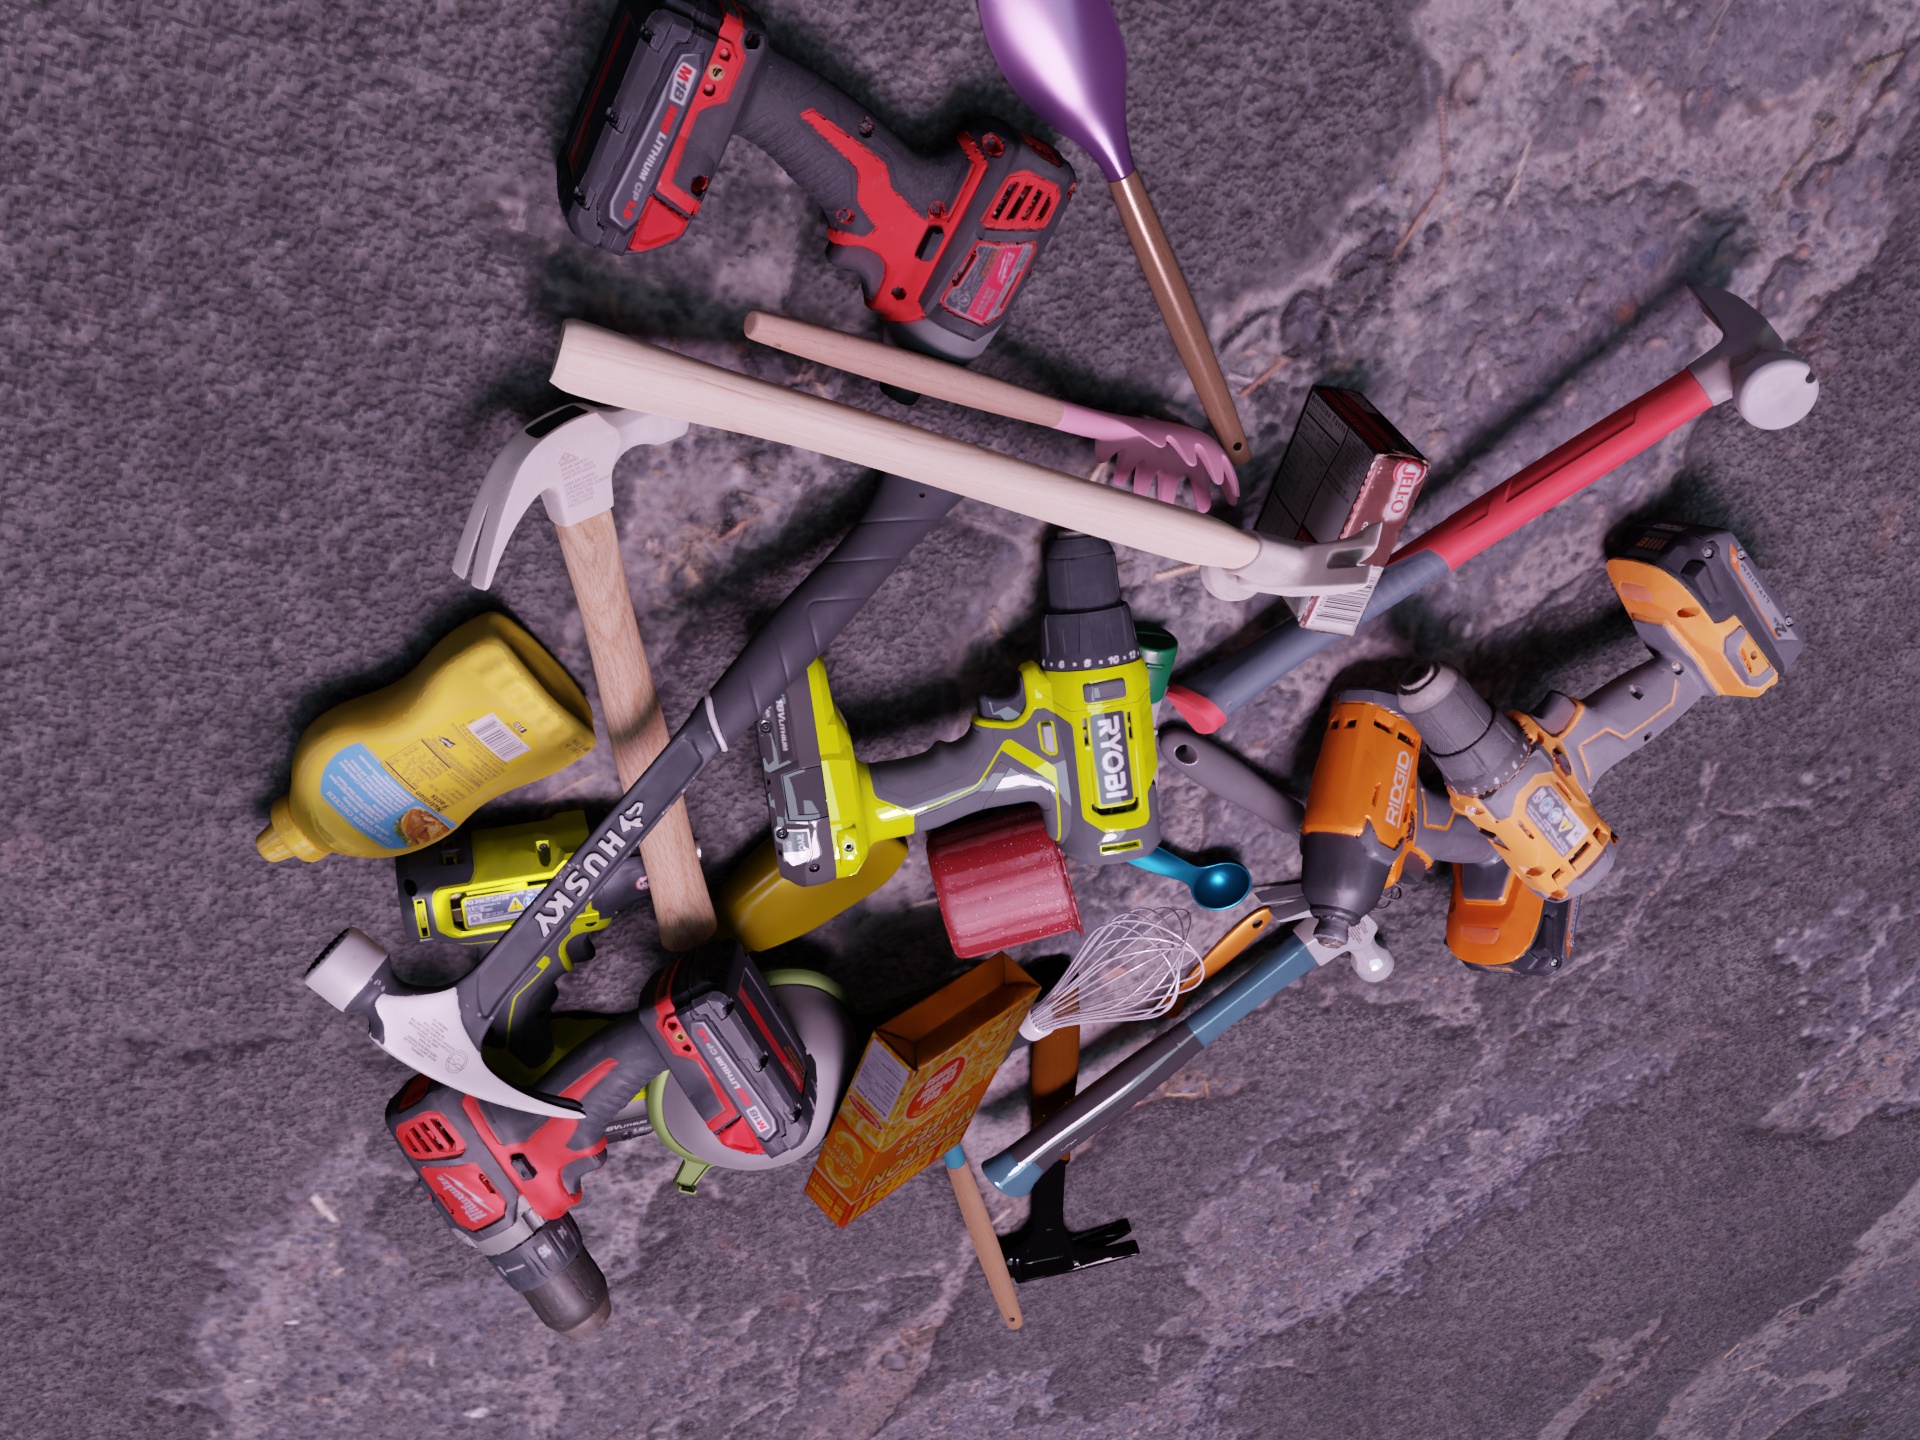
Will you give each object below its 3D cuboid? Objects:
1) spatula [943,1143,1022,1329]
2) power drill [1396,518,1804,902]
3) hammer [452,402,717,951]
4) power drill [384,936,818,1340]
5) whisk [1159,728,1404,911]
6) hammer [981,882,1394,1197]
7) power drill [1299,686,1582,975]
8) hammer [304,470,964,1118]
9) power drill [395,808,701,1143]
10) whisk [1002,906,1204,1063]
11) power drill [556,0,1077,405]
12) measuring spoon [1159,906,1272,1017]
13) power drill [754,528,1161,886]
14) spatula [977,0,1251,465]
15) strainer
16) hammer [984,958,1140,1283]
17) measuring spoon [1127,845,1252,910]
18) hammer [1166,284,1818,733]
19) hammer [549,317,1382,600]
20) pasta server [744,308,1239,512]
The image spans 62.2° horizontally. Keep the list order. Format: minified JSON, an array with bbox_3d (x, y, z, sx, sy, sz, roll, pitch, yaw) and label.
[{"bbox_3d":[0.001,0.357,1.192,0.082,0.044,0.317,-12,119,11],"label":"spatula"},{"bbox_3d":[0.386,-0.024,0.980,0.226,0.084,0.185,-46,110,-2],"label":"power drill"},{"bbox_3d":[-0.178,-0.008,0.850,0.130,0.031,0.331,-31,130,-32],"label":"hammer"},{"bbox_3d":[-0.195,0.248,0.925,0.226,0.080,0.187,-28,104,6],"label":"power drill"},{"bbox_3d":[0.218,0.066,1.062,0.238,0.055,0.055,31,112,-27],"label":"whisk"},{"bbox_3d":[0.157,0.234,1.141,0.331,0.033,0.128,-37,127,1],"label":"hammer"},{"bbox_3d":[0.310,0.094,1.041,0.226,0.084,0.164,27,71,-31],"label":"power drill"},{"bbox_3d":[-0.135,0.020,0.818,0.149,0.036,0.409,43,78,-13],"label":"hammer"},{"bbox_3d":[-0.242,0.158,0.977,0.171,0.080,0.223,-8,124,-16],"label":"power drill"},{"bbox_3d":[0.067,0.187,1.041,0.070,0.070,0.284,14,149,-24],"label":"whisk"},{"bbox_3d":[-0.067,-0.239,0.740,0.219,0.079,0.143,16,120,-29],"label":"power drill"},{"bbox_3d":[0.186,0.177,1.151,0.021,0.011,0.117,29,113,-31],"label":"measuring spoon"},{"bbox_3d":[-0.001,-0.003,0.908,0.228,0.080,0.190,-9,101,-8],"label":"power drill"},{"bbox_3d":[0.089,-0.254,0.806,0.060,0.018,0.315,-27,127,8],"label":"spatula"},{"bbox_3d":[-0.072,0.222,1.032,0.256,0.069,0.151,-17,124,-25],"label":"strainer"},{"bbox_3d":[0.077,0.307,1.201,0.127,0.034,0.336,-8,127,-9],"label":"hammer"},{"bbox_3d":[0.140,0.092,1.078,0.128,0.021,0.042,24,117,-19],"label":"measuring spoon"},{"bbox_3d":[0.286,-0.112,0.930,0.386,0.143,0.038,-34,114,23],"label":"hammer"},{"bbox_3d":[0.007,-0.125,0.787,0.410,0.146,0.038,13,88,-20],"label":"hammer"},{"bbox_3d":[0.027,-0.153,0.800,0.316,0.060,0.040,7,81,-40],"label":"pasta server"}]
